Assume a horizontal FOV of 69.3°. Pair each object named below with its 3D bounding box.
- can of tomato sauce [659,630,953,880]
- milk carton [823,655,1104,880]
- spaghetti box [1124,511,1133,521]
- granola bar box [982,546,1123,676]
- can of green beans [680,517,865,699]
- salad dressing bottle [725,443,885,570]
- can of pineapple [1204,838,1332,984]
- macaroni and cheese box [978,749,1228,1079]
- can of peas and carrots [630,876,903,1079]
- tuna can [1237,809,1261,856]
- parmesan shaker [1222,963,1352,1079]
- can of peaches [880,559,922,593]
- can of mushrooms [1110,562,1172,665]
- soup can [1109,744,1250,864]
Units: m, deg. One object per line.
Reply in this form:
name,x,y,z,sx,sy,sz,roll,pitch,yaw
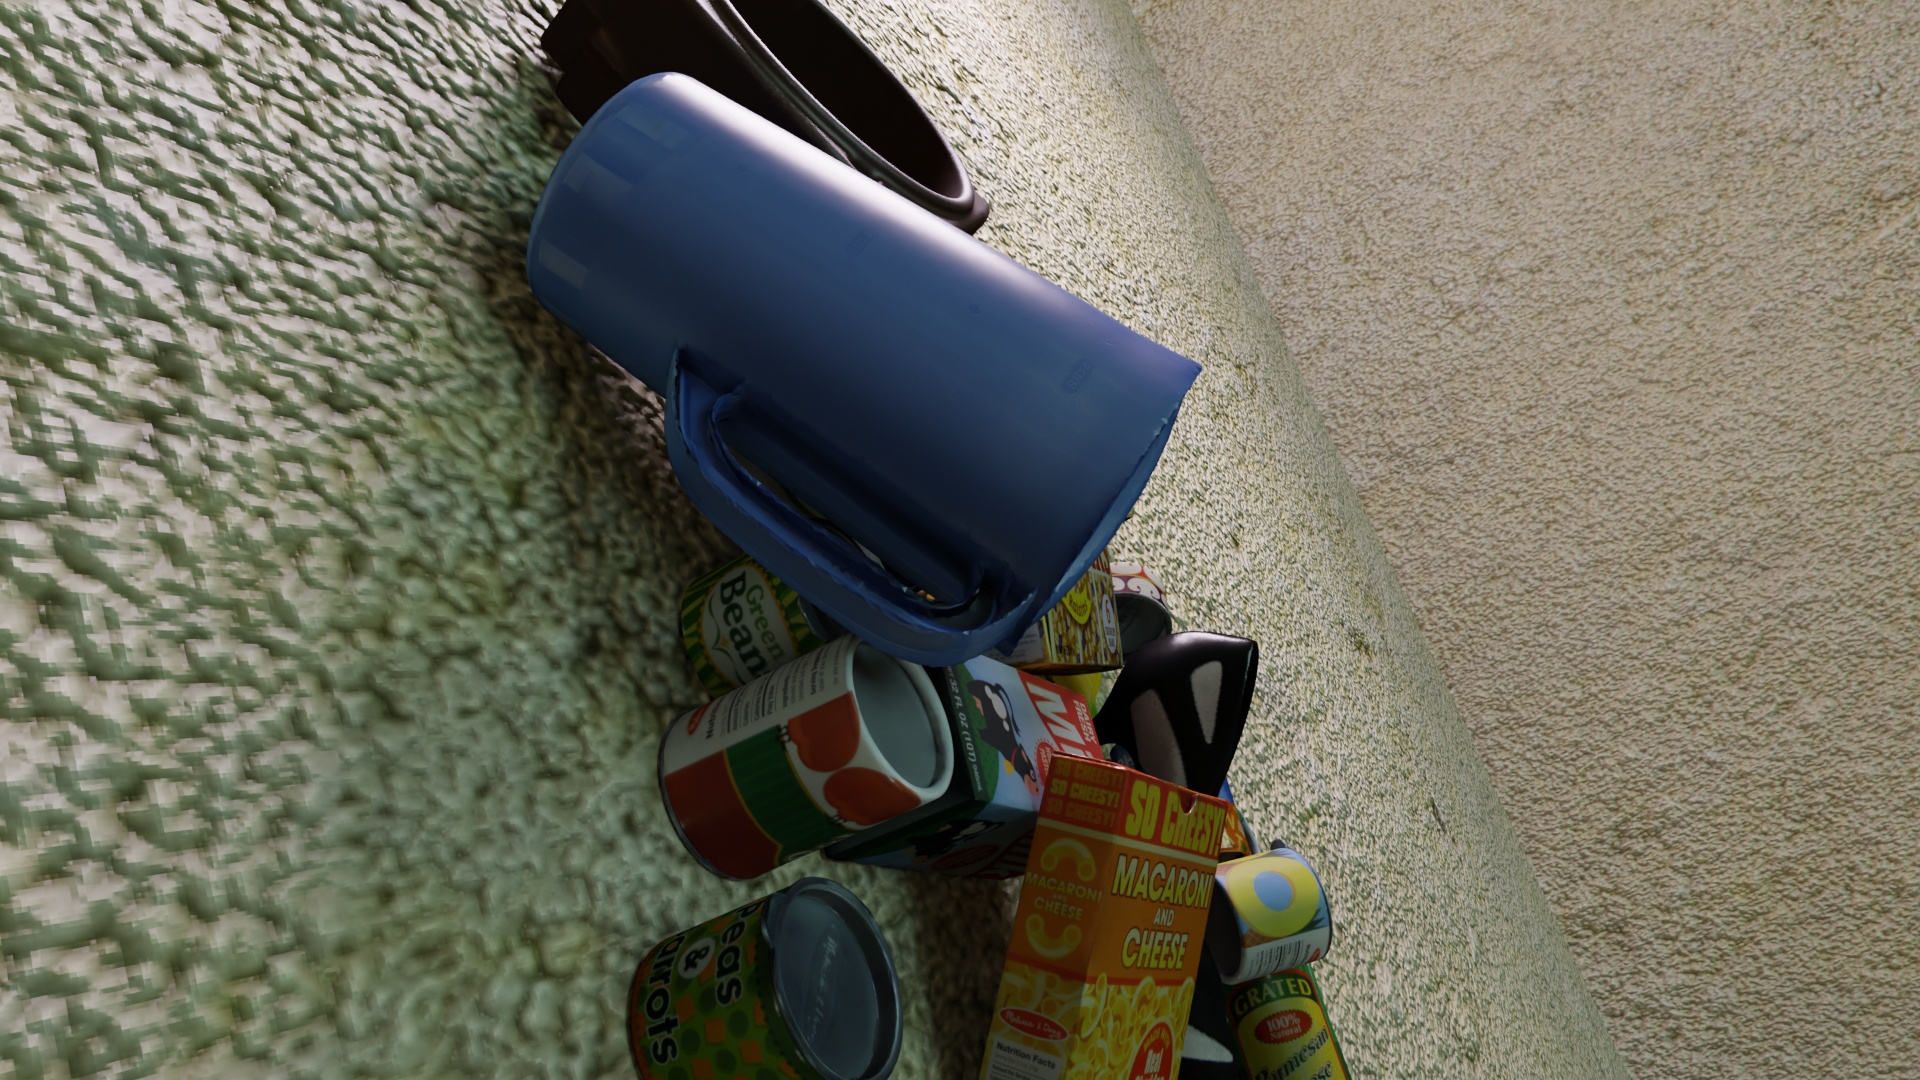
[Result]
can of tomato sauce,-0.053,0.078,0.498,0.071,0.083,0.071,48,26,-33
milk carton,0.014,0.106,0.631,0.190,0.073,0.072,27,41,-57
spaghetti box,0.080,-0.028,0.959,0.050,0.028,0.250,64,15,4
granola bar box,0.042,0.006,0.713,0.165,0.039,0.124,18,62,-71
can of green beans,-0.068,0.032,0.550,0.071,0.057,0.071,49,26,-33
salad dressing bottle,-0.062,0.001,0.619,0.147,0.044,0.064,59,25,-11
can of pineapple,0.168,0.212,0.793,0.071,0.058,0.071,172,-91,-71
macaroni and cheese box,0.064,0.183,0.593,0.123,0.040,0.166,29,71,-56
can of peas and carrots,-0.061,0.145,0.435,0.070,0.058,0.071,48,26,-32
tuna can,0.177,0.212,0.935,0.071,0.032,0.071,49,25,-33
parmesan shaker,0.194,0.303,0.817,0.071,0.071,0.103,26,42,-57
can of peaches,-0.033,-0.014,0.674,0.071,0.071,0.058,59,22,-11
can of mushrooms,0.106,0.049,0.912,0.071,0.071,0.034,49,24,-33
soup can,0.132,0.160,0.848,0.071,0.071,0.084,33,36,-52
